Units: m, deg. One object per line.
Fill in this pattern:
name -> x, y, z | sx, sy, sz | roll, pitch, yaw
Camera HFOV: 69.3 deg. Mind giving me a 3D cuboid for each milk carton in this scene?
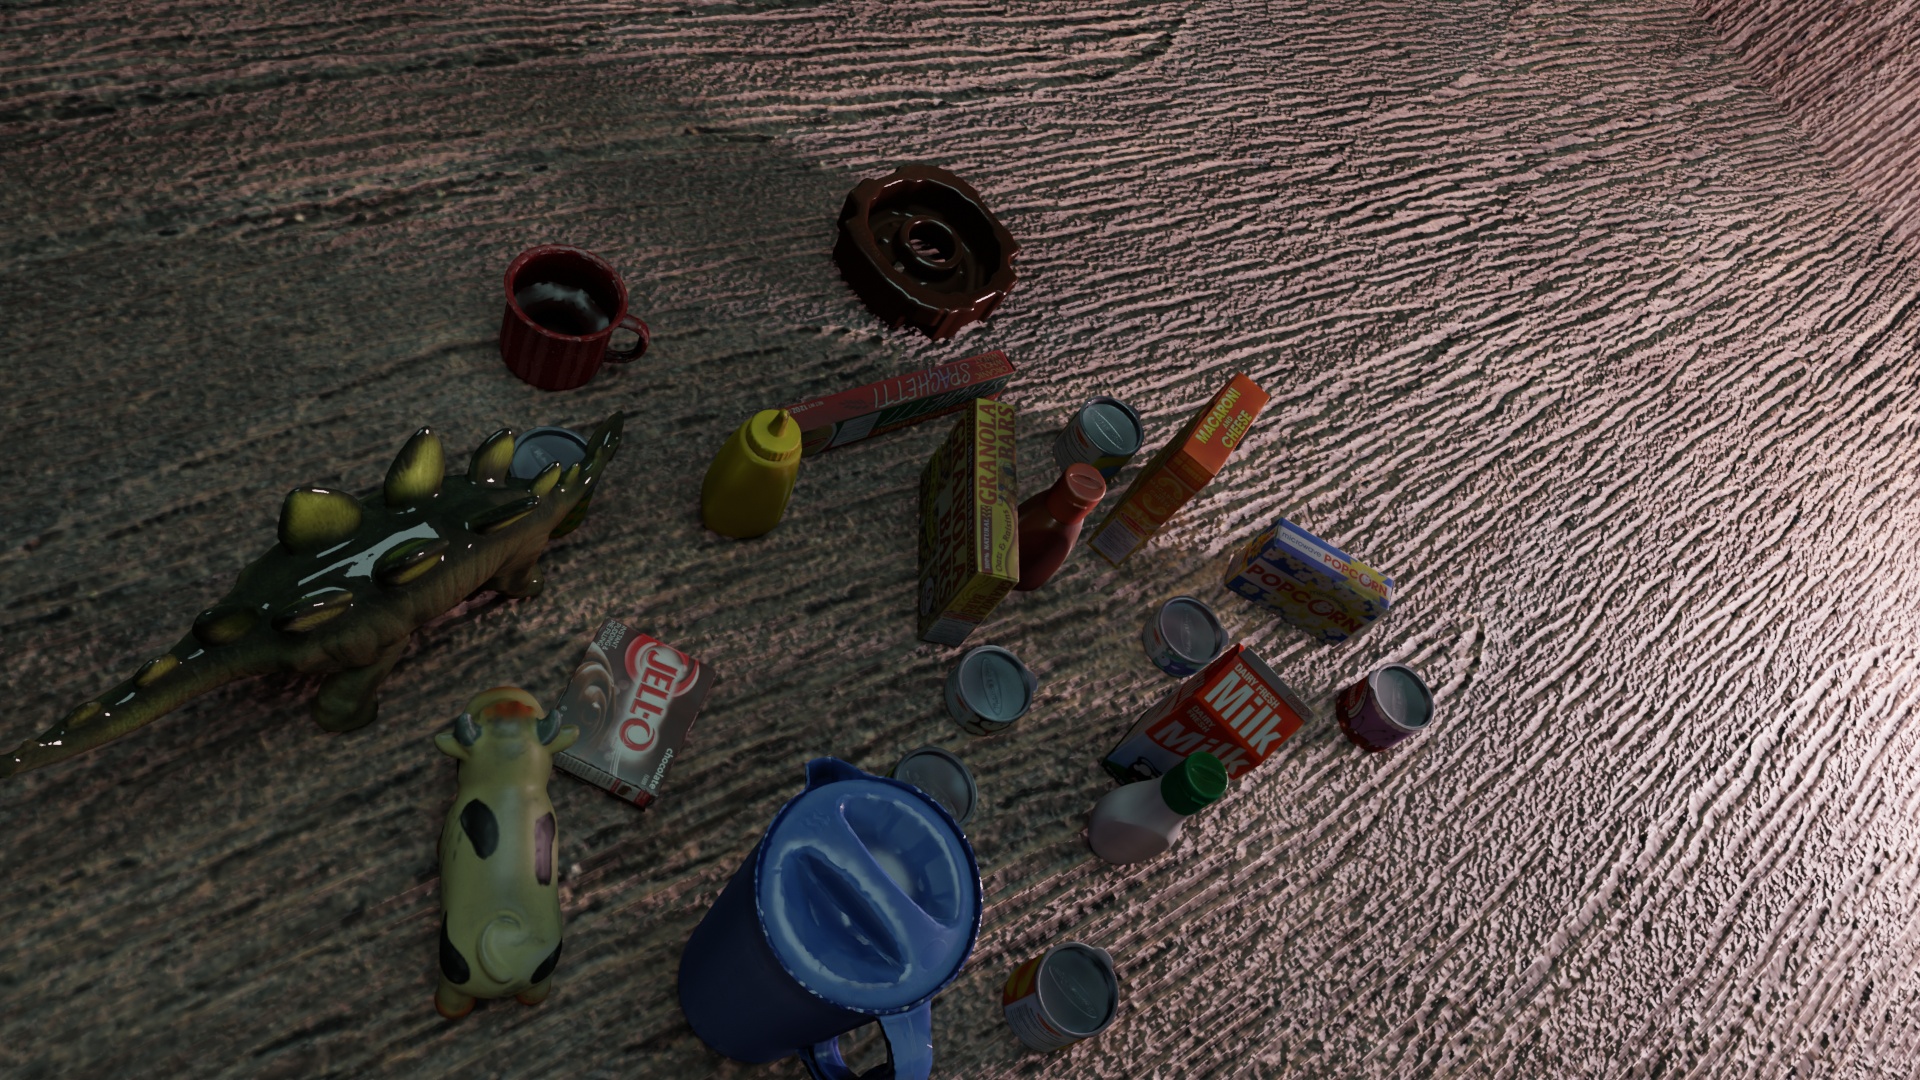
milk carton -> 0.197, 0.146, 1.085 | 0.072, 0.189, 0.074 | 45, 52, 5

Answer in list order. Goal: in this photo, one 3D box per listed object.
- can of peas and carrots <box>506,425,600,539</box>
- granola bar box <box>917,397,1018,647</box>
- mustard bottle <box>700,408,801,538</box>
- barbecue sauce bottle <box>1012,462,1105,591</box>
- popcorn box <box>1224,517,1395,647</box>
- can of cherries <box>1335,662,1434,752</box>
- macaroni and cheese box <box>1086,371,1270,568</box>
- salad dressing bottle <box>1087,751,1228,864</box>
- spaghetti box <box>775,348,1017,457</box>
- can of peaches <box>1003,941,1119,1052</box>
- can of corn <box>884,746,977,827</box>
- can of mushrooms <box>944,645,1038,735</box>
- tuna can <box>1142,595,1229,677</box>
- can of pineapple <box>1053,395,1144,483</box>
can of peas and carrots -> -0.308, -0.041, 1.033 | 0.071, 0.058, 0.071 | 13, 56, -19
granola bar box -> 0.004, -0.014, 1.130 | 0.039, 0.123, 0.166 | 12, 56, -20
mustard bottle -> -0.152, -0.057, 1.056 | 0.065, 0.159, 0.049 | 8, 58, -22
barbecue sauce bottle -> 0.070, -0.011, 1.144 | 0.065, 0.147, 0.044 | 19, 55, -15
popcorn box -> 0.320, 0.039, 1.278 | 0.127, 0.084, 0.038 | 29, 53, -8
can of cherries -> 0.382, 0.150, 1.258 | 0.071, 0.058, 0.072 | 13, 56, -19
macaroni and cheese box -> 0.190, -0.061, 1.224 | 0.040, 0.165, 0.124 | 40, 52, 1
salad dressing bottle -> 0.149, 0.203, 1.053 | 0.064, 0.147, 0.044 | 26, 53, -10
spaghetti box -> -0.060, -0.117, 1.208 | 0.251, 0.050, 0.029 | -20, 72, -34
can of peaches -> 0.073, 0.327, 0.996 | 0.071, 0.057, 0.071 | 13, 56, -19
can of corn -> -0.031, 0.195, 1.025 | 0.071, 0.058, 0.071 | 13, 56, -19
can of mushrooms -> 0.024, 0.121, 1.114 | 0.071, 0.033, 0.071 | 12, 56, -19
tuna can -> 0.198, 0.085, 1.222 | 0.071, 0.032, 0.071 | 12, 56, -19
can of pineapple -> 0.128, -0.091, 1.280 | 0.071, 0.057, 0.071 | 13, 56, -19
